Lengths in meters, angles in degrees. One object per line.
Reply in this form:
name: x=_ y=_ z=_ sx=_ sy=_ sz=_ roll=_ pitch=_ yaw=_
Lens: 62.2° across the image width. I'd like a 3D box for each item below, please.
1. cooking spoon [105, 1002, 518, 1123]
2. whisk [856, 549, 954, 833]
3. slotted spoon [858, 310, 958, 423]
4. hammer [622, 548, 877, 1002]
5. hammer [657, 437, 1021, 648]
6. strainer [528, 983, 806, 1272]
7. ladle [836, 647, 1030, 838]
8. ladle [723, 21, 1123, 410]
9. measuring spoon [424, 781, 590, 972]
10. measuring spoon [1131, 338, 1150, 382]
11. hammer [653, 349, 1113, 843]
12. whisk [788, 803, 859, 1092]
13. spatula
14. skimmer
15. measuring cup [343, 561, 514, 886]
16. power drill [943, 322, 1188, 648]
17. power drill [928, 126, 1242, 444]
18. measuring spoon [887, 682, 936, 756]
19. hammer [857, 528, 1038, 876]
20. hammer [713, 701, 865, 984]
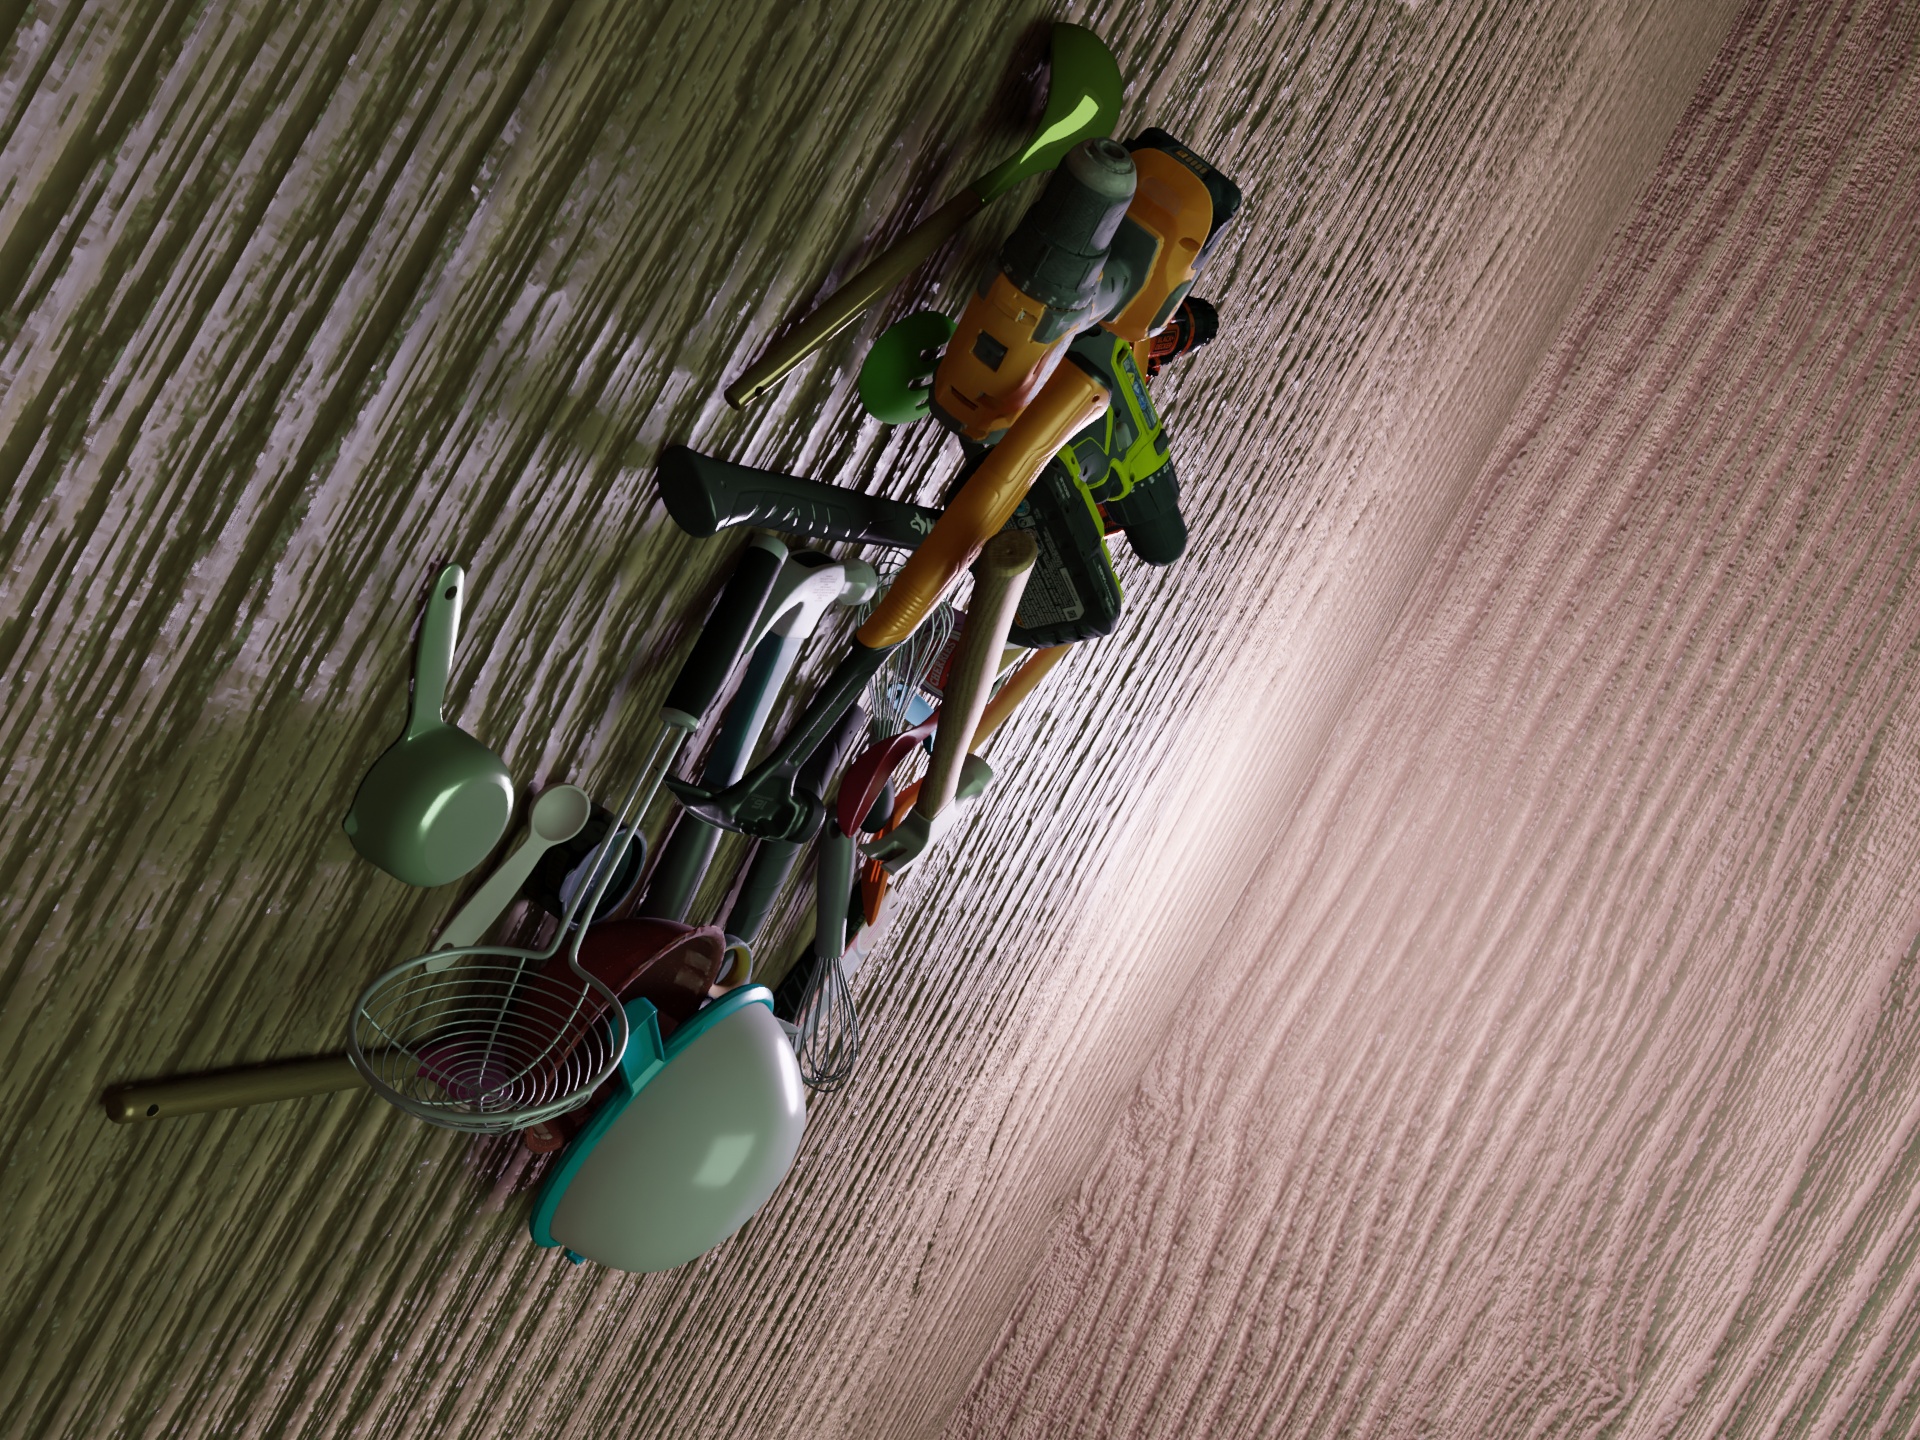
cooking spoon: x=-0.305 y=0.180 z=0.827 sx=0.069 sy=0.017 sz=0.318 roll=-66 pitch=159 yaw=3
whisk: x=-0.049 y=-0.009 z=1.115 sx=0.070 sy=0.070 sz=0.284 roll=-44 pitch=158 yaw=-36
slotted spoon: x=0.038 y=-0.263 z=1.027 sx=0.314 sy=0.031 sz=0.070 roll=-41 pitch=147 yaw=-44
hammer: x=-0.152 y=0.048 z=0.982 sx=0.331 sy=0.033 sz=0.128 roll=-65 pitch=159 yaw=12
hammer: x=-0.053 y=-0.123 z=0.932 sx=0.334 sy=0.035 sz=0.146 roll=1 pitch=82 yaw=-57
strainer: x=-0.159 y=0.249 z=0.957 sx=0.211 sy=0.095 sz=0.340 roll=-45 pitch=166 yaw=-24
ladle: x=0.013 y=-0.028 z=1.104 sx=0.315 sy=0.031 sz=0.069 roll=-43 pitch=165 yaw=-34
ladle: x=-0.020 y=-0.276 z=0.875 sx=0.320 sy=0.062 sz=0.078 roll=-45 pitch=153 yaw=-19
measuring spoon: x=-0.245 y=0.082 z=0.846 sx=0.124 sy=0.018 sz=0.034 roll=-51 pitch=137 yaw=-6
measuring spoon: x=0.121 y=-0.236 z=1.133 sx=0.021 sy=0.011 sz=0.116 roll=-31 pitch=137 yaw=-41
hammer: x=-0.034 y=-0.069 z=0.898 sx=0.337 sy=0.034 sz=0.127 roll=-51 pitch=149 yaw=11
whisk: x=-0.097 y=0.174 z=1.202 sx=0.055 sy=0.055 sz=0.239 roll=-25 pitch=125 yaw=-56
spatula: x=0.015 y=0.020 z=1.203 sx=0.322 sy=0.041 sz=0.081 roll=-48 pitch=-158 yaw=14
skimmer: x=-0.175 y=0.038 z=0.808 sx=0.090 sy=0.127 sz=0.363 roll=85 pitch=26 yaw=-63
measuring cup: x=-0.234 y=0.007 z=0.733 sx=0.083 sy=0.038 sz=0.167 roll=-30 pitch=146 yaw=-52
power drill: x=0.084 y=-0.147 z=1.048 sx=0.190 sy=0.080 sz=0.229 roll=63 pitch=34 yaw=-25
power drill: x=0.082 y=-0.274 z=0.924 sx=0.226 sy=0.084 sz=0.185 roll=-44 pitch=171 yaw=-44
measuring spoon: x=-0.033 y=-0.006 z=1.213 sx=0.042 sy=0.021 sz=0.128 roll=-58 pitch=150 yaw=-6
hammer: x=-0.002 y=-0.003 z=0.987 sx=0.130 sy=0.031 sz=0.331 roll=-47 pitch=166 yaw=-30
hammer: x=-0.164 y=0.164 z=1.103 sx=0.409 sy=0.036 sz=0.149 roll=-65 pitch=157 yaw=10
